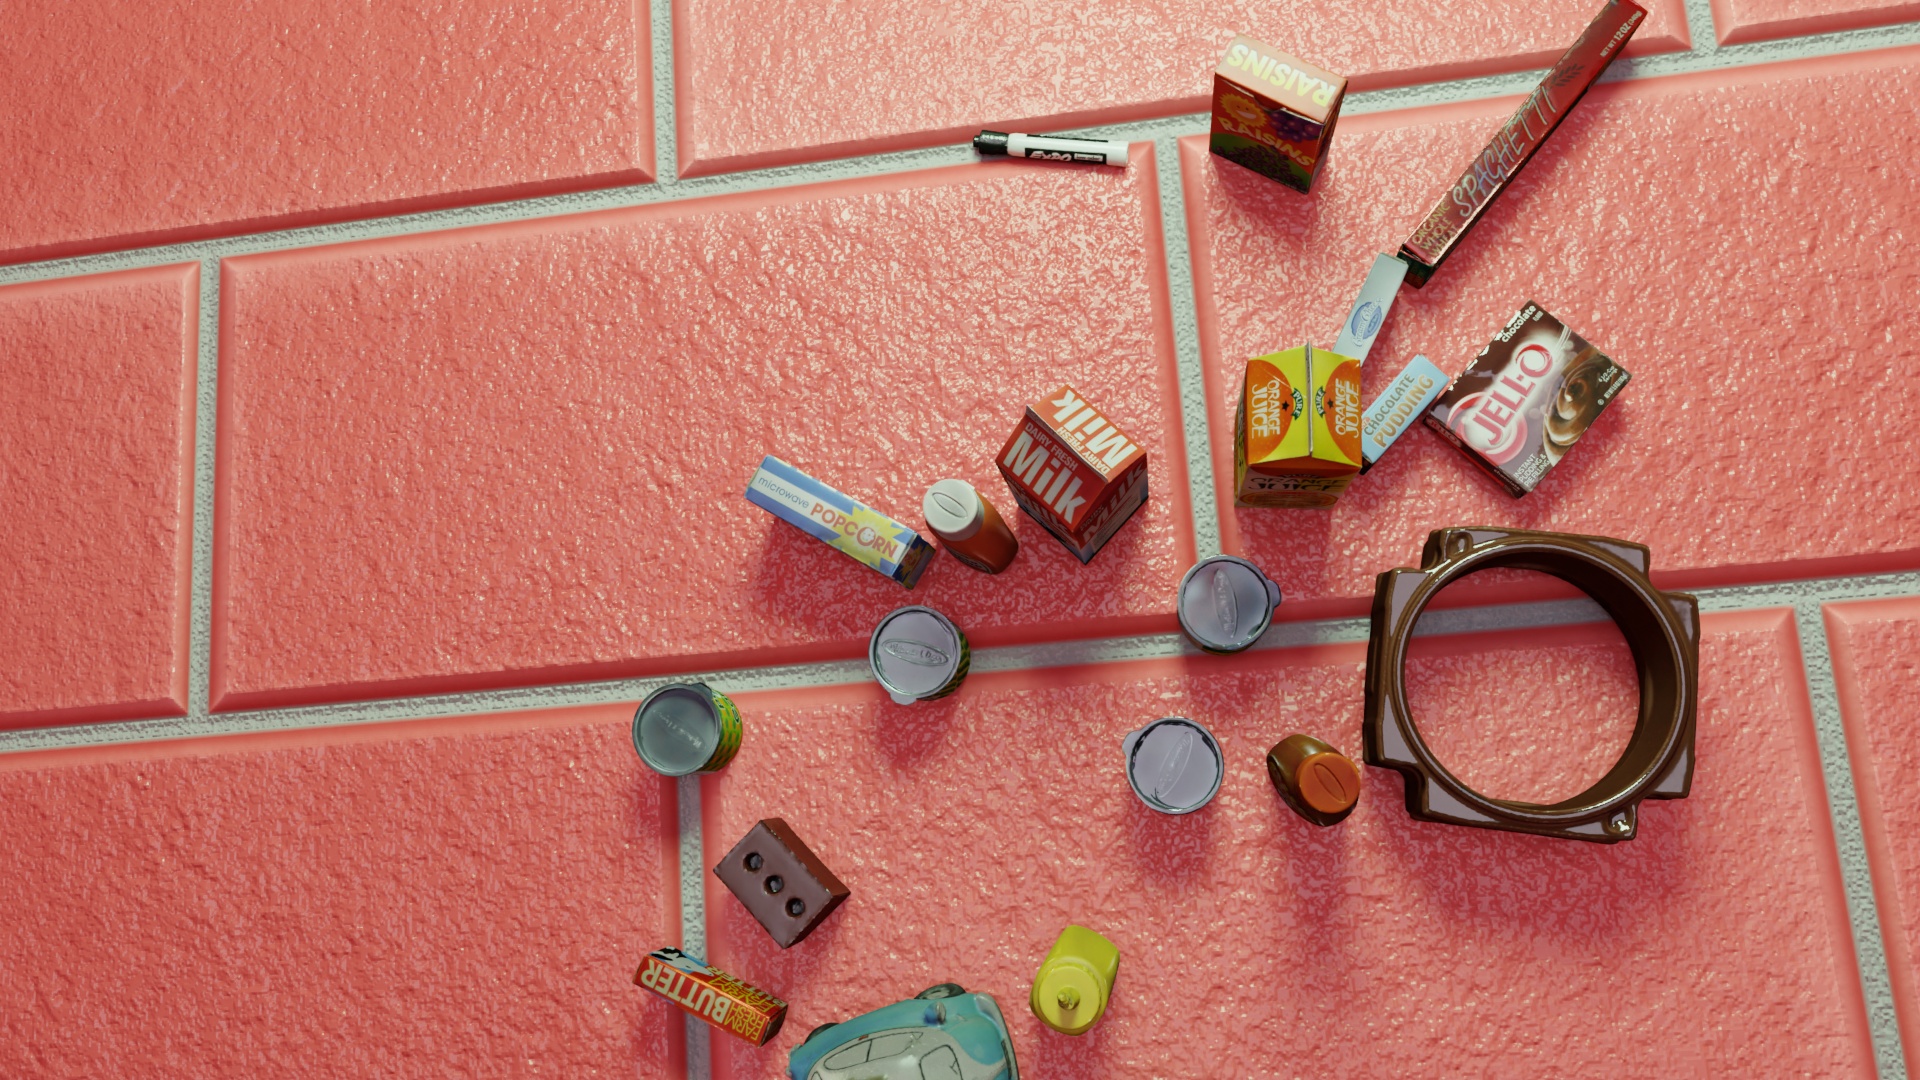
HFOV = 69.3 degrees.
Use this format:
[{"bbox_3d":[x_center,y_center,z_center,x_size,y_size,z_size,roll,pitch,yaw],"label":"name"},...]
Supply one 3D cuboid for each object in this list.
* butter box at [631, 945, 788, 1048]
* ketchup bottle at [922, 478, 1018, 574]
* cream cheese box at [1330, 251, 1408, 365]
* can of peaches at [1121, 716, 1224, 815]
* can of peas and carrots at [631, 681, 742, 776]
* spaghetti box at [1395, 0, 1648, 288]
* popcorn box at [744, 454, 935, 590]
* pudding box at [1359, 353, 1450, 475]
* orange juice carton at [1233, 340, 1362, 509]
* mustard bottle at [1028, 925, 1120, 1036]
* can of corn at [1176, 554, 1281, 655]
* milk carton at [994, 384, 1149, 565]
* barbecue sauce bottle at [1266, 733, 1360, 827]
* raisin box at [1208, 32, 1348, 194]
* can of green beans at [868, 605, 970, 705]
[{"bbox_3d":[-0.176,0.322,0.985,0.103,0.053,0.024,23,85,11],"label":"butter box"},{"bbox_3d":[0.003,-0.012,0.969,0.065,0.148,0.043,33,87,12],"label":"ketchup bottle"},{"bbox_3d":[0.288,-0.151,1.003,0.024,0.053,0.104,26,85,11],"label":"cream cheese box"},{"bbox_3d":[0.147,0.155,0.967,0.071,0.058,0.071,-1,80,8],"label":"can of peaches"},{"bbox_3d":[-0.197,0.137,1.017,0.071,0.058,0.071,-1,80,8],"label":"can of peas and carrots"},{"bbox_3d":[0.405,-0.290,1.013,0.029,0.050,0.250,40,88,12],"label":"spaghetti box"},{"bbox_3d":[-0.087,-0.012,1.014,0.127,0.085,0.038,28,86,11],"label":"popcorn box"},{"bbox_3d":[0.308,-0.089,0.992,0.030,0.049,0.084,42,88,12],"label":"pudding box"},{"bbox_3d":[0.224,-0.072,0.927,0.073,0.192,0.072,1,81,8],"label":"orange juice carton"},{"bbox_3d":[0.073,0.291,0.902,0.049,0.160,0.065,26,85,11],"label":"mustard bottle"},{"bbox_3d":[0.188,0.046,0.980,0.071,0.058,0.071,-1,80,8],"label":"can of corn"},{"bbox_3d":[0.078,-0.045,0.944,0.072,0.190,0.073,43,89,12],"label":"milk carton"},{"bbox_3d":[0.234,0.157,0.909,0.043,0.148,0.065,-36,78,1],"label":"barbecue sauce bottle"},{"bbox_3d":[0.226,-0.305,1.003,0.086,0.123,0.040,29,86,11],"label":"raisin box"},{"bbox_3d":[-0.029,0.083,1.004,0.071,0.057,0.071,-1,80,8],"label":"can of green beans"}]
